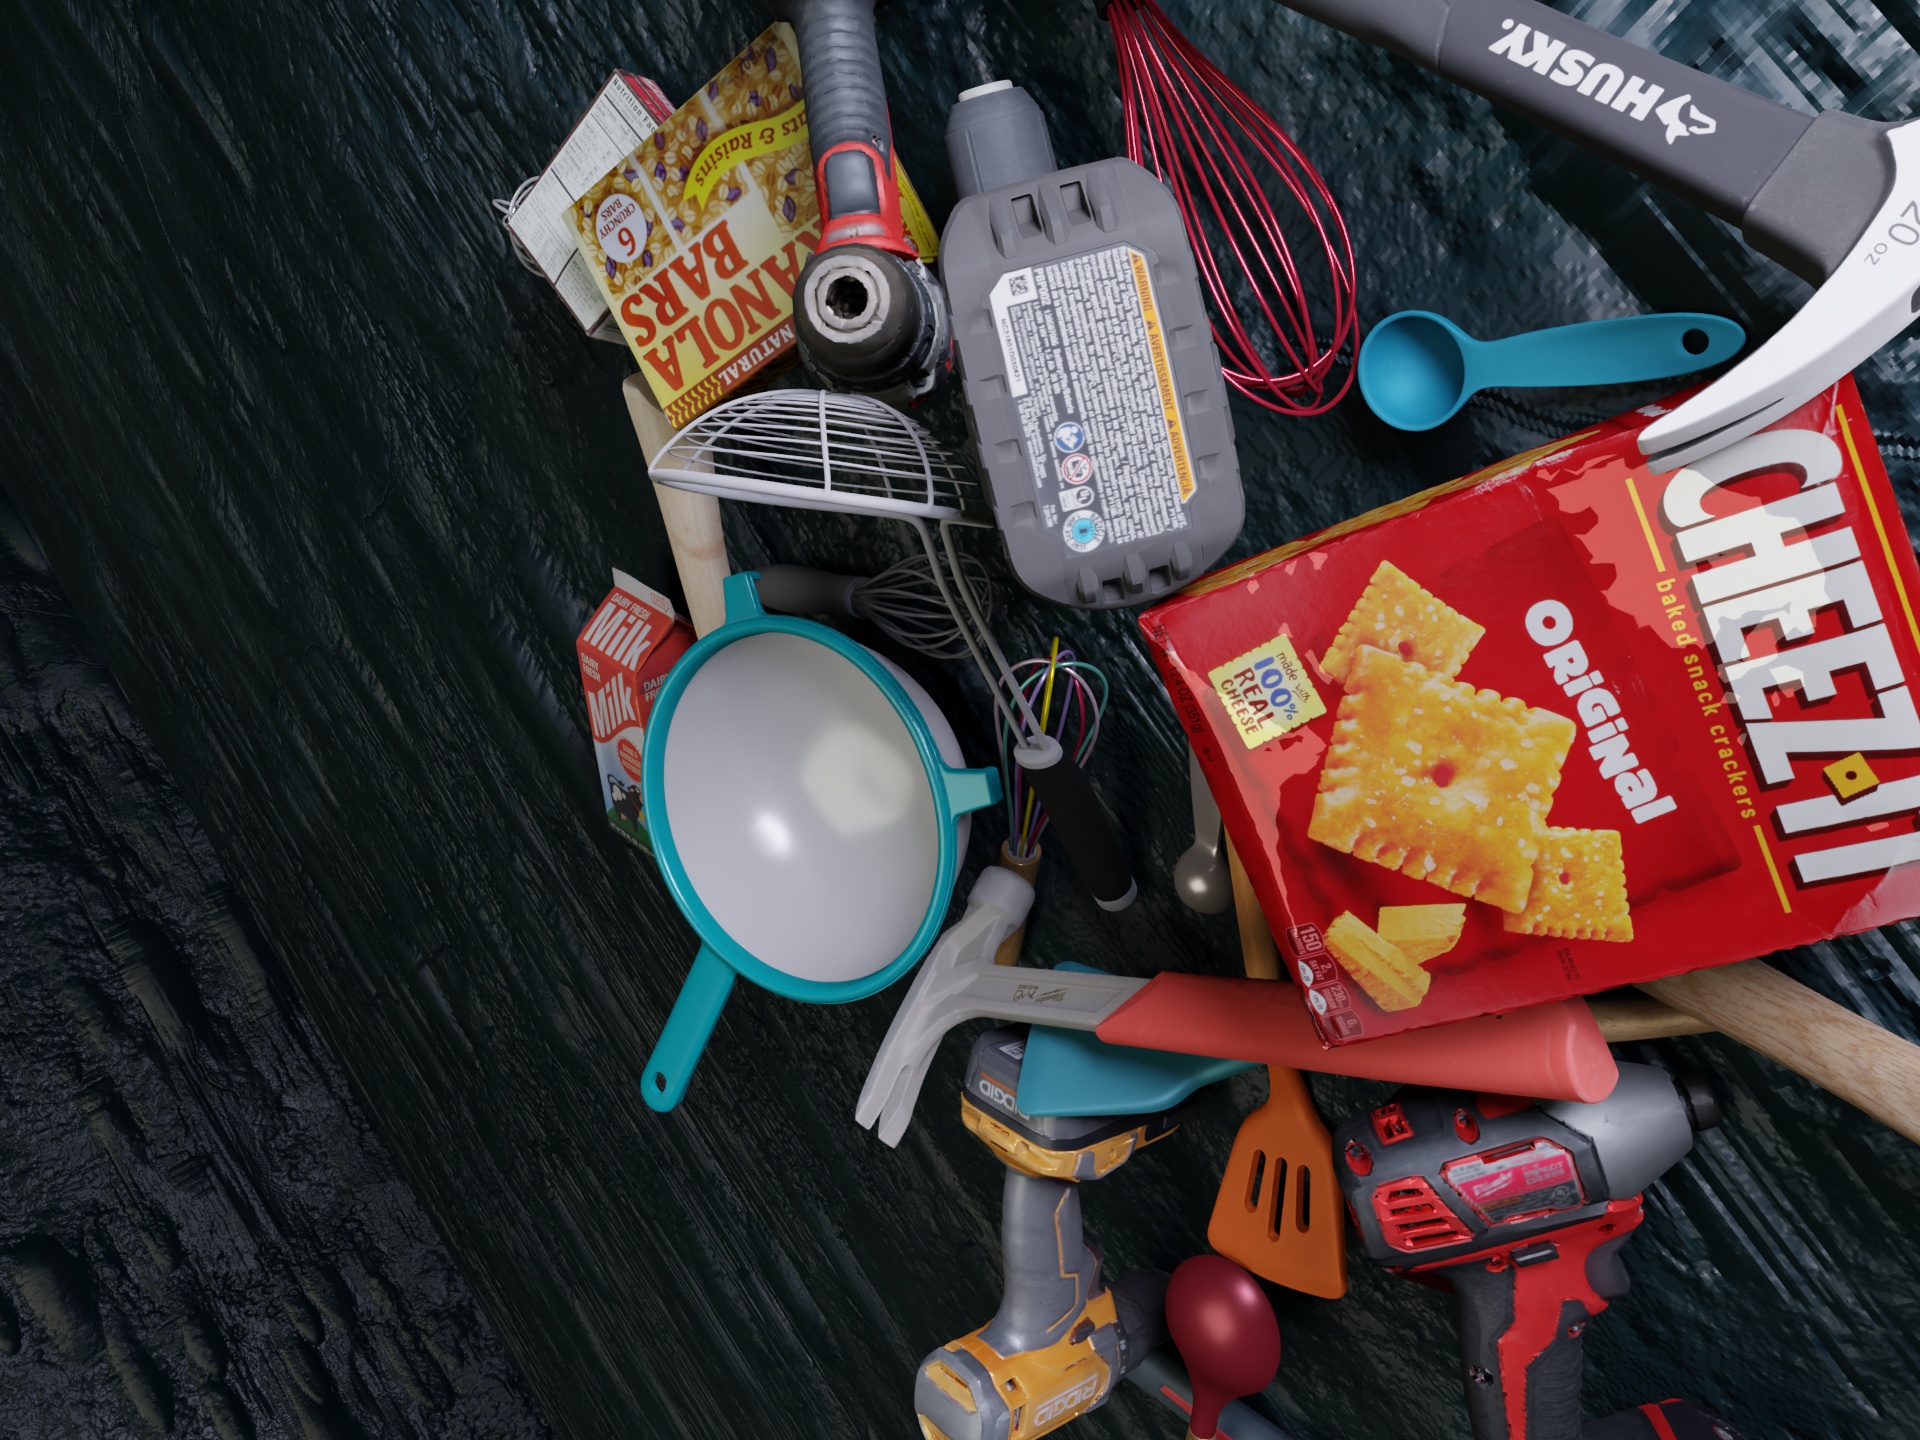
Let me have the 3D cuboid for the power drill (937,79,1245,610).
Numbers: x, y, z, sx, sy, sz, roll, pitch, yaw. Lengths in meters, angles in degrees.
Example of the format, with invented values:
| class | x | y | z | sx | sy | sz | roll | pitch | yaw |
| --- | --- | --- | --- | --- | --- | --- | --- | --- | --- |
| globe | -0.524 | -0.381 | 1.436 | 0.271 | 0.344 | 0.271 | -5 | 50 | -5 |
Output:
| class | x | y | z | sx | sy | sz | roll | pitch | yaw |
| --- | --- | --- | --- | --- | --- | --- | --- | --- | --- |
| power drill | 0.035 | -0.143 | 0.587 | 0.229 | 0.080 | 0.190 | -95 | -10 | -73 |

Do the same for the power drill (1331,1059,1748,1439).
| class | x | y | z | sx | sy | sz | roll | pitch | yaw |
| --- | --- | --- | --- | --- | --- | --- | --- | --- | --- |
| power drill | 0.245 | 0.238 | 0.621 | 0.078 | 0.143 | 0.219 | -62 | -48 | -78 |

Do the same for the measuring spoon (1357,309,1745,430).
| class | x | y | z | sx | sy | sz | roll | pitch | yaw |
| --- | --- | --- | --- | --- | --- | --- | --- | --- | --- |
| measuring spoon | 0.197 | -0.123 | 0.534 | 0.129 | 0.021 | 0.042 | 4 | 112 | 41 |

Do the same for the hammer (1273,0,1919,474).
| class | x | y | z | sx | sy | sz | roll | pitch | yaw |
| --- | --- | --- | --- | --- | --- | --- | --- | --- | --- |
| hammer | 0.134 | -0.206 | 0.471 | 0.335 | 0.035 | 0.146 | 41 | 103 | 28 |

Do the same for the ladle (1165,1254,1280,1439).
| class | x | y | z | sx | sy | sz | roll | pitch | yaw |
| --- | --- | --- | --- | --- | --- | --- | --- | --- | --- |
| ladle | 0.132 | 0.405 | 0.885 | 0.069 | 0.031 | 0.315 | 32 | 138 | 34 |

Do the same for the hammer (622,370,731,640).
| class | x | y | z | sx | sy | sz | roll | pitch | yaw |
| --- | --- | --- | --- | --- | --- | --- | --- | --- | --- |
| hammer | -0.140 | -0.018 | 0.974 | 0.146 | 0.038 | 0.410 | 25 | 137 | 43 |

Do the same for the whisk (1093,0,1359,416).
| class | x | y | z | sx | sy | sz | roll | pitch | yaw |
| --- | --- | --- | --- | --- | --- | --- | --- | --- | --- |
| whisk | 0.068 | -0.244 | 0.577 | 0.073 | 0.073 | 0.296 | -30 | 83 | 55 |

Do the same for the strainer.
| class | x | y | z | sx | sy | sz | roll | pitch | yaw |
| --- | --- | --- | --- | --- | --- | --- | --- | --- | --- |
| strainer | -0.095 | 0.091 | 0.907 | 0.211 | 0.095 | 0.340 | 39 | 121 | 20 |

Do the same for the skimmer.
| class | x | y | z | sx | sy | sz | roll | pitch | yaw |
| --- | --- | --- | --- | --- | --- | --- | --- | --- | --- |
| skimmer | -0.001 | -0.002 | 0.678 | 0.127 | 0.090 | 0.362 | 11 | 147 | 35 |

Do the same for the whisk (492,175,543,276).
| class | x | y | z | sx | sy | sz | roll | pitch | yaw |
| --- | --- | --- | --- | --- | --- | --- | --- | --- | --- |
| whisk | -0.182 | -0.250 | 0.902 | 0.246 | 0.059 | 0.057 | 34 | 109 | 29 |

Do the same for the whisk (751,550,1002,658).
| class | x | y | z | sx | sy | sz | roll | pitch | yaw |
| --- | --- | --- | --- | --- | --- | --- | --- | --- | --- |
| whisk | -0.056 | -0.069 | 0.861 | 0.239 | 0.055 | 0.055 | 12 | 122 | 53 |

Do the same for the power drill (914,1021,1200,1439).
| class | x | y | z | sx | sy | sz | roll | pitch | yaw |
| --- | --- | --- | --- | --- | --- | --- | --- | --- | --- |
| power drill | 0.069 | 0.269 | 0.853 | 0.084 | 0.185 | 0.226 | 21 | 109 | 44 |

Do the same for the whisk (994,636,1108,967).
| class | x | y | z | sx | sy | sz | roll | pitch | yaw |
| --- | --- | --- | --- | --- | --- | --- | --- | --- | --- |
| whisk | 0.036 | 0.051 | 0.835 | 0.244 | 0.051 | 0.047 | 97 | 153 | -45 |

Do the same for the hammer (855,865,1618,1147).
| class | x | y | z | sx | sy | sz | roll | pitch | yaw |
| --- | --- | --- | --- | --- | --- | --- | --- | --- | --- |
| hammer | 0.097 | 0.133 | 0.676 | 0.359 | 0.149 | 0.036 | -5 | 139 | 50 |

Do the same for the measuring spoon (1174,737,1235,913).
| class | x | y | z | sx | sy | sz | roll | pitch | yaw |
| --- | --- | --- | --- | --- | --- | --- | --- | --- | --- |
| measuring spoon | 0.111 | 0.040 | 0.744 | 0.034 | 0.018 | 0.124 | 24 | 129 | 42 |

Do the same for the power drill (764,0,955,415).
| class | x | y | z | sx | sy | sz | roll | pitch | yaw |
| --- | --- | --- | --- | --- | --- | --- | --- | --- | --- |
| power drill | -0.046 | -0.231 | 0.610 | 0.188 | 0.080 | 0.226 | -75 | -24 | -82 |

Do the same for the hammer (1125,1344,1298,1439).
| class | x | y | z | sx | sy | sz | roll | pitch | yaw |
| --- | --- | --- | --- | --- | --- | --- | --- | --- | --- |
| hammer | 0.176 | 0.400 | 0.885 | 0.387 | 0.038 | 0.143 | 22 | 128 | 43 |

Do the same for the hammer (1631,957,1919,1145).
| class | x | y | z | sx | sy | sz | roll | pitch | yaw |
| --- | --- | --- | --- | --- | --- | --- | --- | --- | --- |
| hammer | 0.254 | 0.083 | 0.560 | 0.332 | 0.031 | 0.130 | 33 | 119 | 41 |

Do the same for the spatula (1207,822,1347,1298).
| class | x | y | z | sx | sy | sz | roll | pitch | yaw |
| --- | --- | --- | --- | --- | --- | --- | --- | --- | --- |
| spatula | 0.138 | 0.122 | 0.746 | 0.081 | 0.041 | 0.322 | 9 | 118 | 44 |

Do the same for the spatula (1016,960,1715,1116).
| class | x | y | z | sx | sy | sz | roll | pitch | yaw |
| --- | --- | --- | --- | --- | --- | --- | --- | --- | --- |
| spatula | 0.161 | 0.132 | 0.678 | 0.317 | 0.082 | 0.044 | -16 | 133 | 42 |
